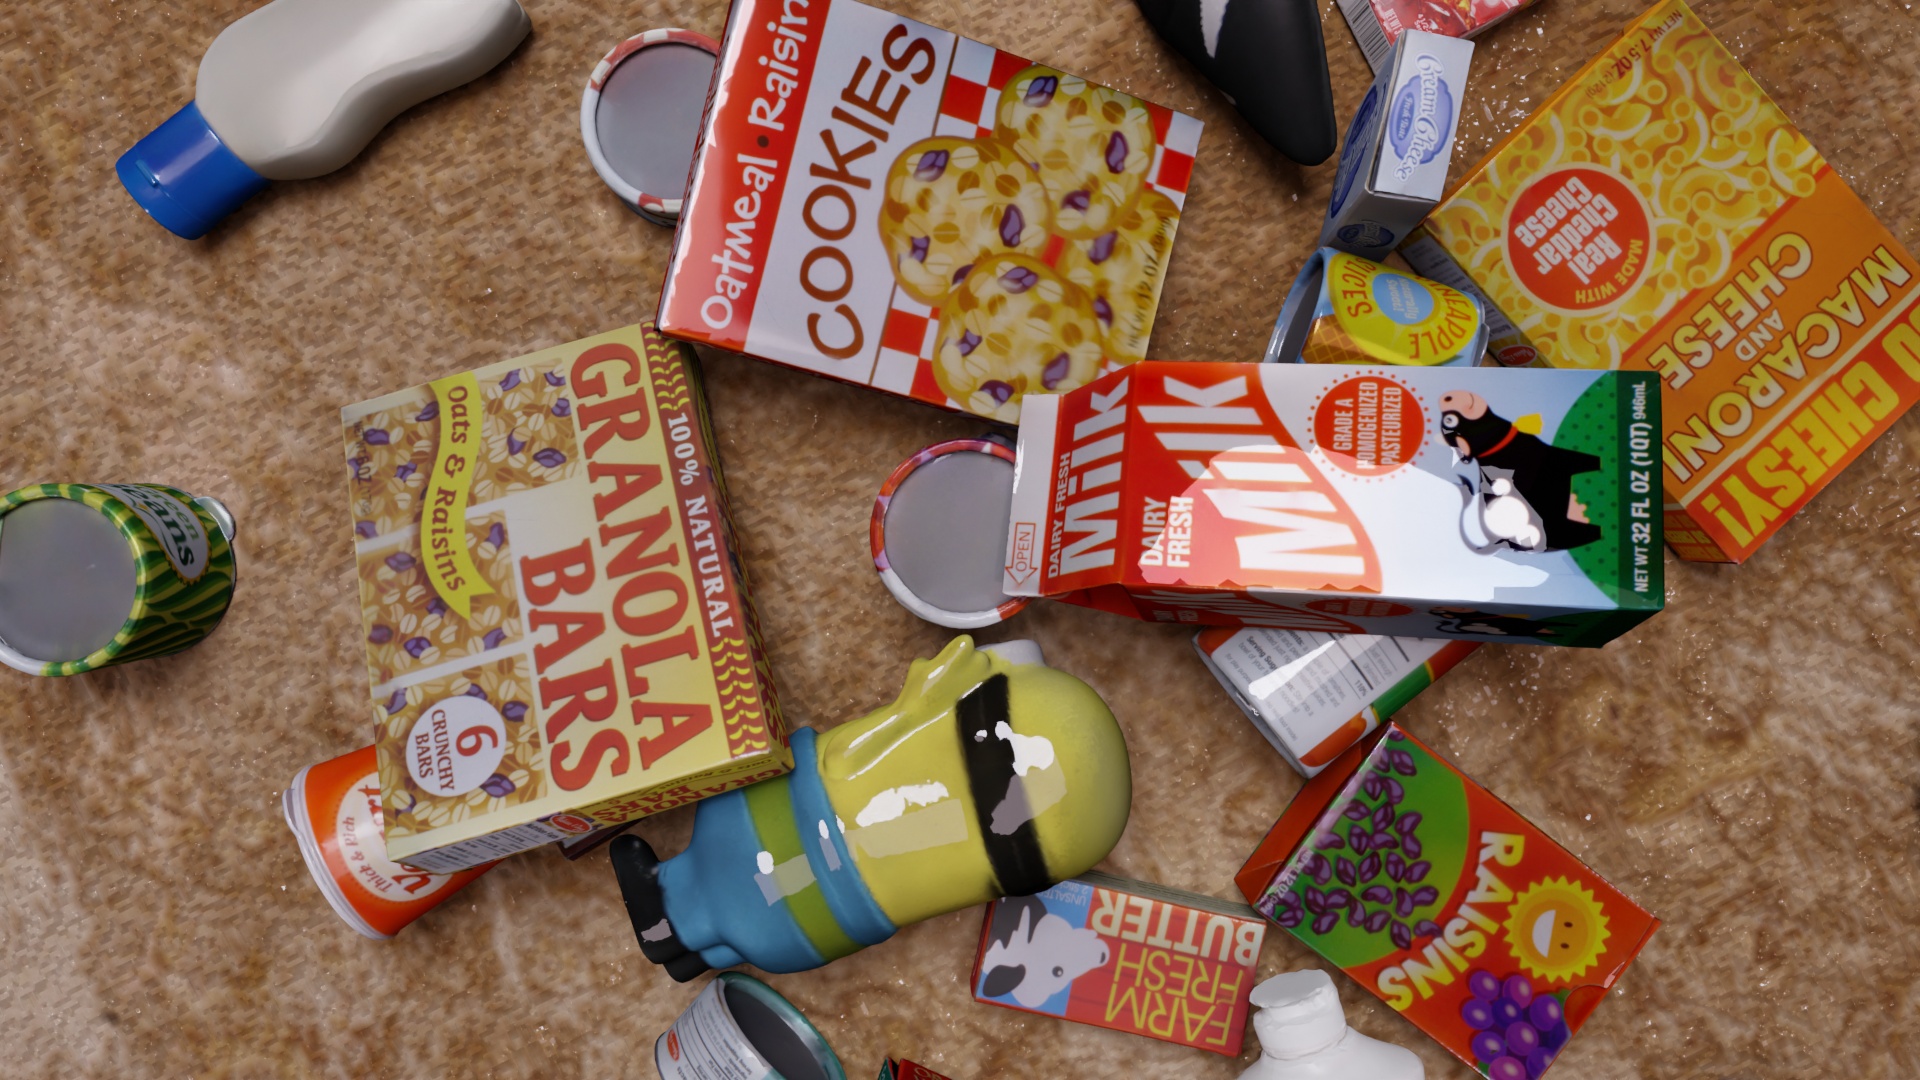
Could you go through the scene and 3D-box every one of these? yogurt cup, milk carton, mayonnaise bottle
[{"bbox_3d":[-0.195,0.100,0.495,0.054,0.072,0.072,-27,92,-8],"label":"yogurt cup"},{"bbox_3d":[0.110,-0.011,0.439,0.190,0.073,0.072,4,78,13],"label":"milk carton"},{"bbox_3d":[-0.232,-0.167,0.500,0.148,0.041,0.065,-37,90,1],"label":"mayonnaise bottle"}]

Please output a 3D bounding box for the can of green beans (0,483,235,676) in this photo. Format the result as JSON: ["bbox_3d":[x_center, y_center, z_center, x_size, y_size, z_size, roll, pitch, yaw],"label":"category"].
[{"bbox_3d":[-0.305,0.012,0.493,0.071,0.058,0.071,0,91,-1],"label":"can of green beans"}]

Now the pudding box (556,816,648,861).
[{"bbox_3d":[-0.141,0.068,0.511,0.049,0.030,0.083,-30,91,1],"label":"pudding box"}]

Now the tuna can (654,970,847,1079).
[{"bbox_3d":[-0.072,0.190,0.499,0.071,0.071,0.033,43,90,-2],"label":"tuna can"}]

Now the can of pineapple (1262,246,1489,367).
[{"bbox_3d":[0.145,-0.066,0.493,0.058,0.071,0.071,18,91,-1],"label":"can of pineapple"}]

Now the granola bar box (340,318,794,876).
[{"bbox_3d":[-0.136,0.016,0.474,0.124,0.039,0.166,-16,67,-1],"label":"granola bar box"}]

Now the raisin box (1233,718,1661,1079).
[{"bbox_3d":[0.178,0.133,0.513,0.123,0.040,0.086,37,90,-2],"label":"raisin box"}]

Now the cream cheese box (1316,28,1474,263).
[{"bbox_3d":[0.146,-0.129,0.475,0.024,0.104,0.053,13,90,6],"label":"cream cheese box"}]

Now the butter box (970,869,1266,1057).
[{"bbox_3d":[0.059,0.154,0.519,0.103,0.024,0.053,13,90,-1],"label":"butter box"}]

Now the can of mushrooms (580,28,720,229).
[{"bbox_3d":[-0.100,-0.150,0.506,0.071,0.033,0.071,0,91,0],"label":"can of mushrooms"}]

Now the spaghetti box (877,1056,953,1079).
[{"bbox_3d":[0.077,0.269,0.520,0.250,0.028,0.050,24,90,-2],"label":"spaghetti box"}]

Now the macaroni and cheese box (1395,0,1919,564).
[{"bbox_3d":[0.264,-0.093,0.509,0.124,0.040,0.166,-43,91,0],"label":"macaroni and cheese box"}]

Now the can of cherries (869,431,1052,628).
[{"bbox_3d":[0.002,-0.006,0.498,0.071,0.058,0.071,0,92,-1],"label":"can of cherries"}]

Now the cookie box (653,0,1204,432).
[{"bbox_3d":[-0.011,-0.110,0.487,0.167,0.040,0.123,14,91,-16],"label":"cookie box"}]

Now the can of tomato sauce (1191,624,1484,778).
[{"bbox_3d":[0.135,0.035,0.499,0.083,0.071,0.071,-39,92,1],"label":"can of tomato sauce"}]
